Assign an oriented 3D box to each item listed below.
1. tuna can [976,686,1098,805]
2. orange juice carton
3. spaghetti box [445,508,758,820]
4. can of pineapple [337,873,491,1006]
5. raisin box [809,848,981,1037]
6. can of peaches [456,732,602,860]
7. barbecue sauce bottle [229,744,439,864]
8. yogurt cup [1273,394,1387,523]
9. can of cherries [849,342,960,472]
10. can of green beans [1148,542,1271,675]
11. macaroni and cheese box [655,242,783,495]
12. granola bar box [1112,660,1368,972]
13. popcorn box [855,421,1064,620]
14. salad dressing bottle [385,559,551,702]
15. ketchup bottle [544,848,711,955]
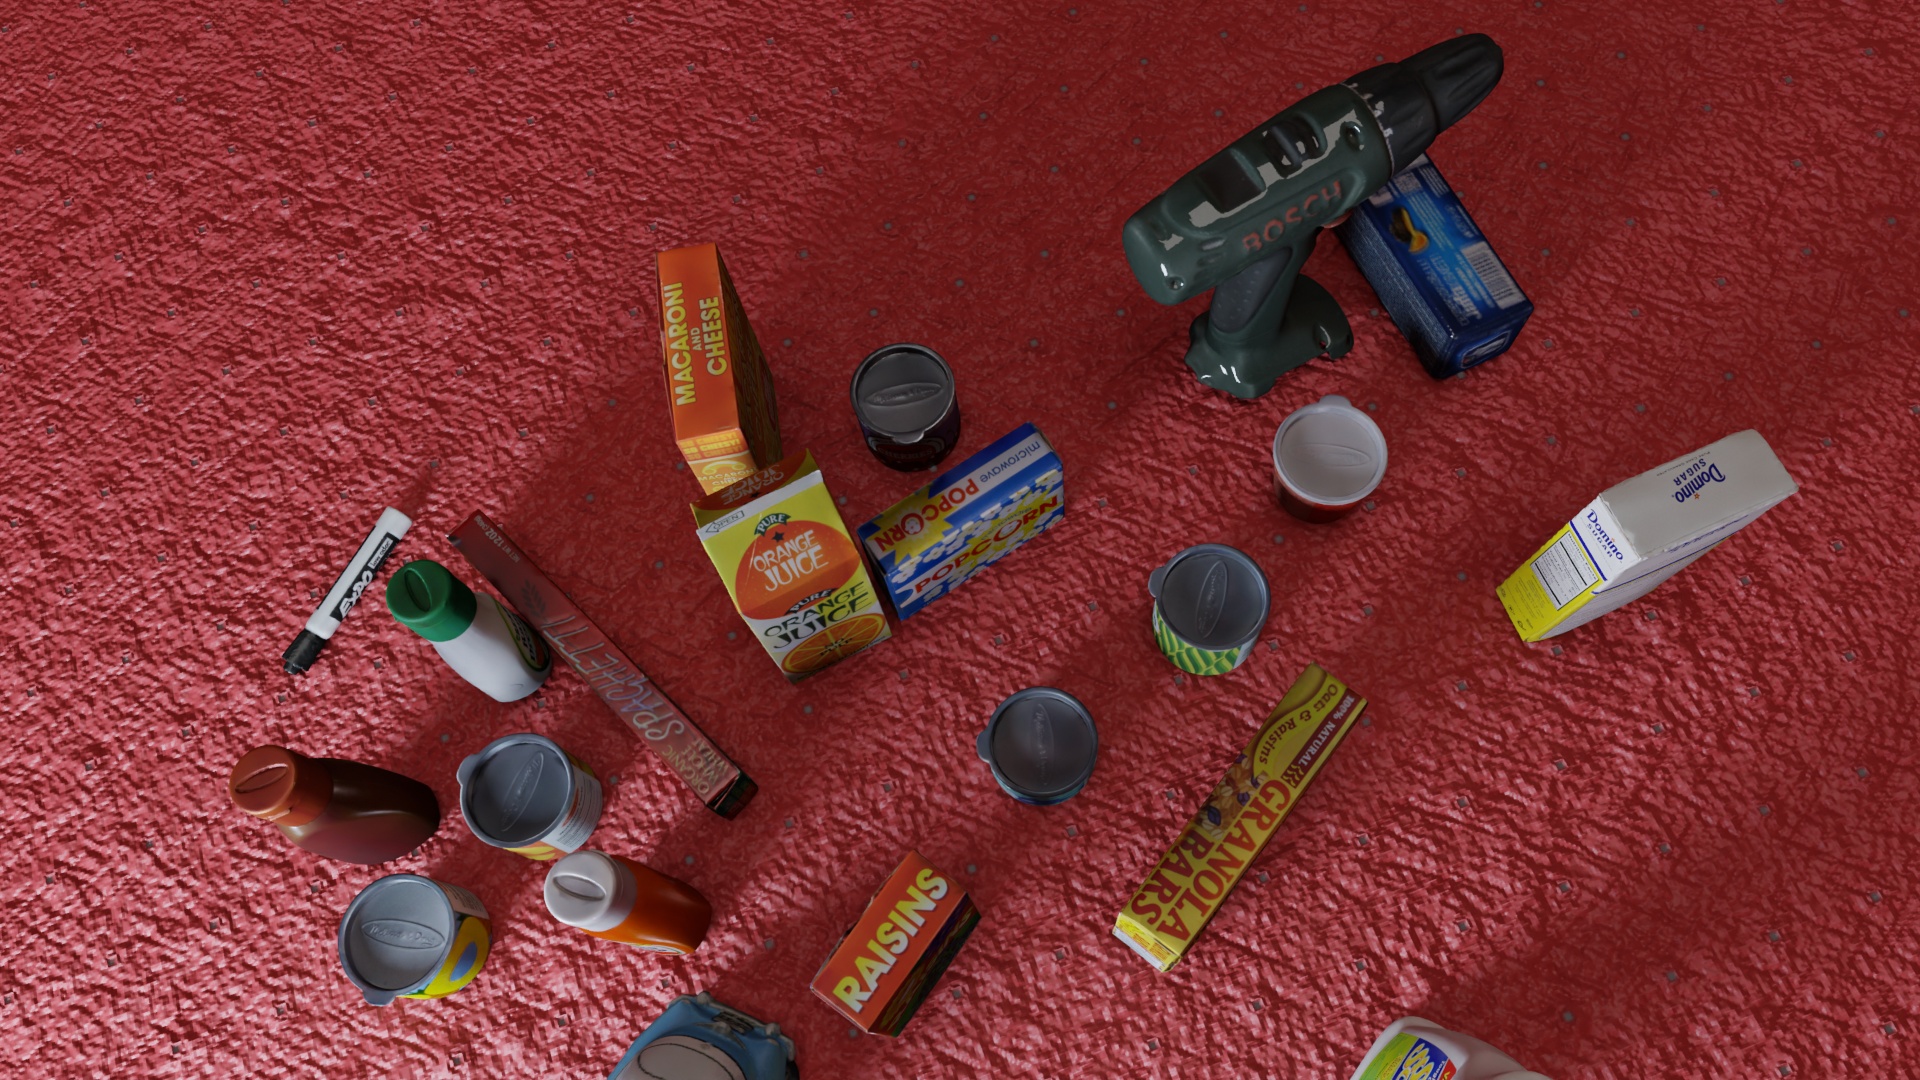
[{"bbox_3d":[0.046,0.122,0.820,0.071,0.032,0.071,-1,69,4],"label":"tuna can"},{"bbox_3d":[-0.095,0.012,0.787,0.072,0.192,0.073,-26,70,-6],"label":"orange juice carton"},{"bbox_3d":[-0.220,0.075,0.849,0.250,0.050,0.029,41,77,17],"label":"spaghetti box"},{"bbox_3d":[-0.310,0.228,0.792,0.071,0.057,0.071,-1,69,4],"label":"can of pineapple"},{"bbox_3d":[-0.031,0.217,0.741,0.040,0.123,0.086,34,75,15],"label":"raisin box"},{"bbox_3d":[-0.253,0.151,0.817,0.071,0.058,0.071,-1,69,4],"label":"can of peaches"},{"bbox_3d":[-0.351,0.148,0.777,0.065,0.148,0.044,-23,69,-4],"label":"barbecue sauce bottle"},{"bbox_3d":[0.225,-0.045,0.861,0.072,0.053,0.072,-1,69,4],"label":"yogurt cup"},{"bbox_3d":[-0.034,-0.082,0.891,0.071,0.058,0.072,-1,69,4],"label":"can of cherries"},{"bbox_3d":[0.149,0.042,0.831,0.071,0.057,0.071,-1,69,4],"label":"can of green beans"},{"bbox_3d":[-0.141,-0.082,0.841,0.040,0.166,0.124,-11,69,0],"label":"macaroni and cheese box"},{"bbox_3d":[0.149,0.154,0.752,0.039,0.123,0.166,37,76,16],"label":"granola bar box"},{"bbox_3d":[0.003,-0.011,0.847,0.127,0.085,0.038,-32,70,-8],"label":"popcorn box"},{"bbox_3d":[-0.285,0.053,0.809,0.044,0.147,0.064,-31,70,-7],"label":"salad dressing bottle"},{"bbox_3d":[-0.181,0.194,0.747,0.065,0.148,0.044,15,71,10],"label":"ketchup bottle"}]
